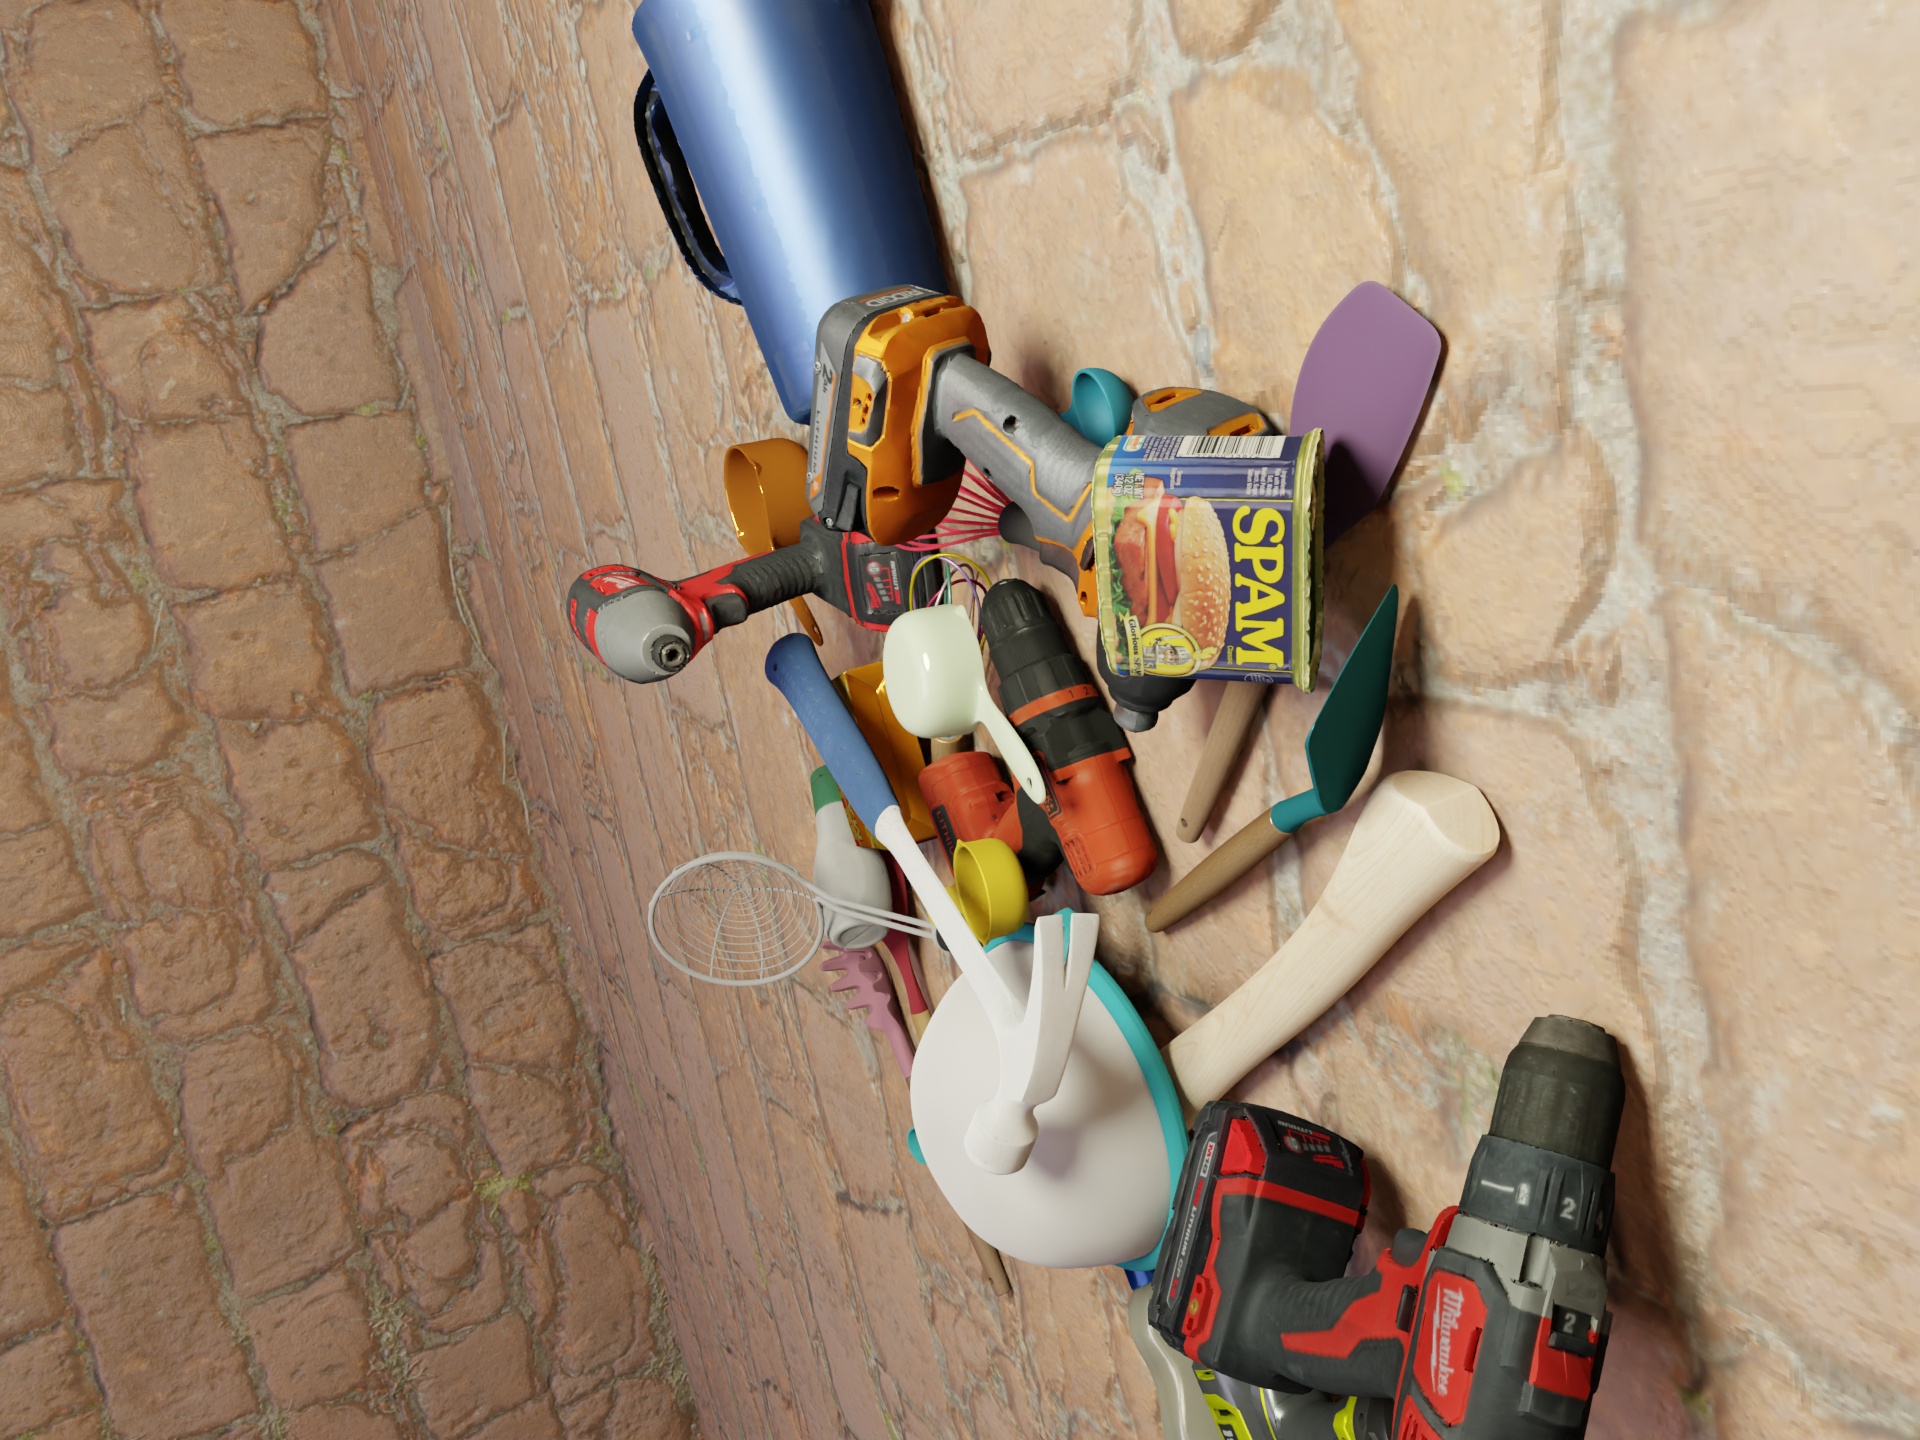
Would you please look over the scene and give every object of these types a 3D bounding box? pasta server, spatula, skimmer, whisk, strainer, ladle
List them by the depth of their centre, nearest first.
[{"bbox_3d":[0.138,-0.049,0.697,0.060,0.018,0.315,51,148,32],"label":"spatula"},{"bbox_3d":[0.132,0.046,0.737,0.044,0.082,0.317,34,154,2],"label":"spatula"},{"bbox_3d":[0.019,-0.113,0.876,0.296,0.073,0.073,26,129,51],"label":"whisk"},{"bbox_3d":[0.007,0.251,0.965,0.340,0.095,0.211,-41,69,58],"label":"strainer"},{"bbox_3d":[-0.005,-0.008,1.018,0.051,0.047,0.244,-113,17,-44],"label":"whisk"},{"bbox_3d":[-0.070,0.156,1.078,0.363,0.090,0.127,6,136,44],"label":"skimmer"},{"bbox_3d":[-0.024,0.252,1.250,0.069,0.031,0.315,-13,96,65],"label":"ladle"},{"bbox_3d":[-0.034,0.319,1.302,0.060,0.040,0.316,-43,67,52],"label":"pasta server"}]

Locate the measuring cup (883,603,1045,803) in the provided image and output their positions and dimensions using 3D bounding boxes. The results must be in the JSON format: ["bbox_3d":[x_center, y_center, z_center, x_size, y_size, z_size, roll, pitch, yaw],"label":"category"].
[{"bbox_3d":[-0.001,-0.003,0.874,0.168,0.038,0.083,-124,33,-50],"label":"measuring cup"}]

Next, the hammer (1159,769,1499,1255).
[{"bbox_3d":[0.153,0.152,0.778,0.146,0.038,0.410,61,154,22],"label":"hammer"}]

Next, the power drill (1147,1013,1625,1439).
[{"bbox_3d":[0.176,0.208,0.651,0.227,0.080,0.188,-17,54,69],"label":"power drill"}]

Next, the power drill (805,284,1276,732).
[{"bbox_3d":[0.031,-0.100,0.751,0.227,0.084,0.164,30,130,30],"label":"power drill"}]

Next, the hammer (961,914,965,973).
[{"bbox_3d":[0.019,0.214,1.119,0.128,0.033,0.330,36,137,56],"label":"hammer"}]

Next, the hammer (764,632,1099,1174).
[{"bbox_3d":[-0.035,0.061,0.916,0.406,0.035,0.144,54,133,49],"label":"hammer"}]

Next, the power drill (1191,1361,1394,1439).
[{"bbox_3d":[0.207,0.386,0.767,0.191,0.080,0.228,66,158,16],"label":"power drill"}]

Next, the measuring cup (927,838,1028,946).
[{"bbox_3d":[0.007,0.105,0.946,0.156,0.029,0.062,137,119,-72],"label":"measuring cup"}]

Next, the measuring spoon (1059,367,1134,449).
[{"bbox_3d":[0.061,-0.150,0.810,0.128,0.021,0.042,170,79,-76],"label":"measuring spoon"}]

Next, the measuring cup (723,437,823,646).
[{"bbox_3d":[-0.118,-0.132,1.169,0.174,0.052,0.095,62,154,20],"label":"measuring cup"}]

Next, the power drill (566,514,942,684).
[{"bbox_3d":[-0.129,-0.079,1.013,0.143,0.219,0.078,30,133,58],"label":"power drill"}]
